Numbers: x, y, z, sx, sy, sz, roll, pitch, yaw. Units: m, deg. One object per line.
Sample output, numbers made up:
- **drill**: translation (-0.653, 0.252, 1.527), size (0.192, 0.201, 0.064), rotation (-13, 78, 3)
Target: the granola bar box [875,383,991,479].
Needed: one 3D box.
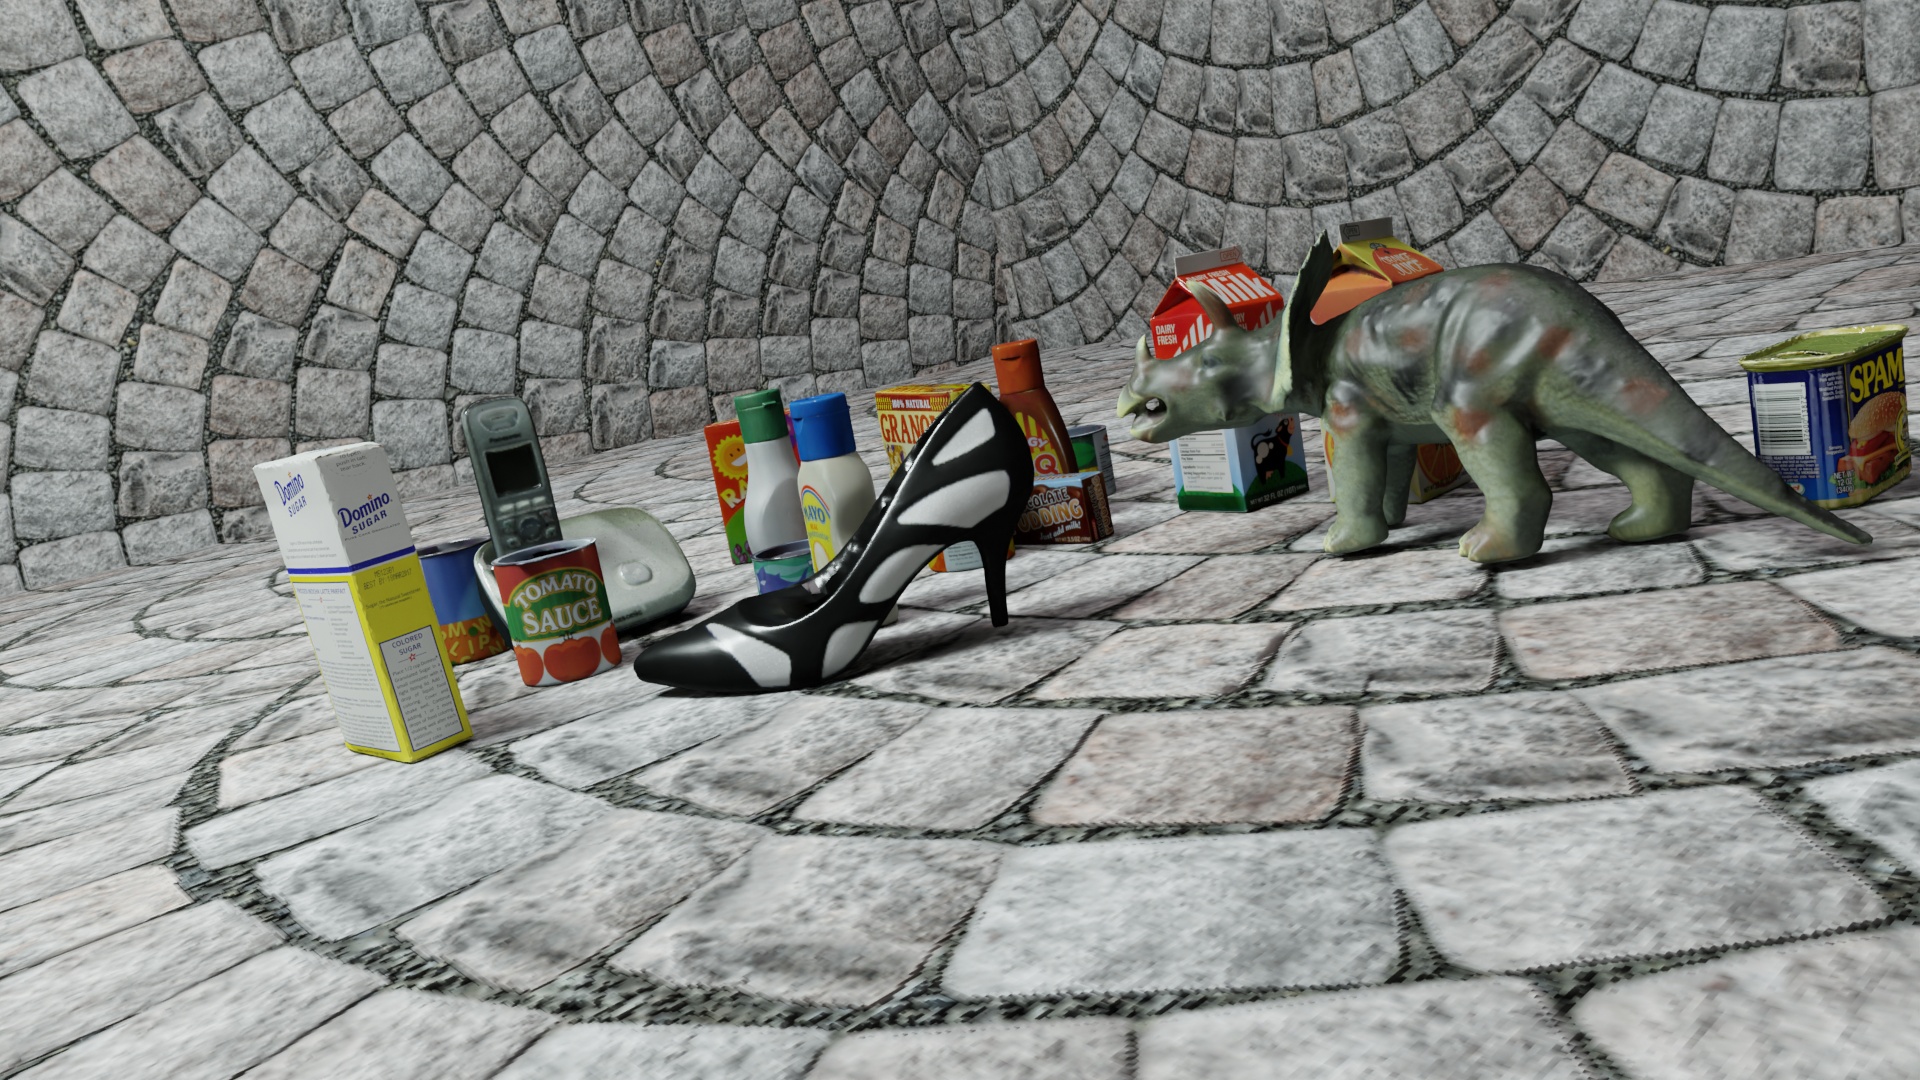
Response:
- **granola bar box**: translation (-0.015, -0.065, 1.138), size (0.039, 0.124, 0.165), rotation (-15, 11, -22)

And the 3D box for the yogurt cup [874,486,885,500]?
- **yogurt cup**: translation (-0.067, -0.011, 1.095), size (0.072, 0.054, 0.072), rotation (-10, 10, 2)

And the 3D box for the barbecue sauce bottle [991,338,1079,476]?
- **barbecue sauce bottle**: translation (0.055, -0.082, 1.093), size (0.065, 0.148, 0.044), rotation (-7, 10, 20)

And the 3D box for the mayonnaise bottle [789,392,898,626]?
- **mayonnaise bottle**: translation (-0.077, -0.018, 0.883), size (0.041, 0.147, 0.064), rotation (-16, 11, -29)

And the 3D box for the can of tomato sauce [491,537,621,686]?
- **can of tomato sauce**: translation (-0.261, 0.046, 0.904), size (0.071, 0.083, 0.071), rotation (-10, 10, 2)

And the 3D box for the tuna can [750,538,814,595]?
- **tuna can**: translation (-0.119, 0.021, 1.037), size (0.071, 0.032, 0.071), rotation (-10, 10, 2)

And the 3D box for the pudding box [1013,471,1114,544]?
- **pudding box**: translation (0.070, -0.024, 1.038), size (0.083, 0.049, 0.030), rotation (-1, 14, 42)

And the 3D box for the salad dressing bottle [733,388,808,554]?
- **salad dressing bottle**: translation (-0.145, -0.045, 1.098), size (0.064, 0.147, 0.044), rotation (-17, 12, -34)

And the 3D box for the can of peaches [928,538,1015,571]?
- **can of peaches**: translation (0.004, -0.013, 1.022), size (0.071, 0.058, 0.071), rotation (-10, 10, 2)

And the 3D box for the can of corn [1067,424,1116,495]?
- **can of corn**: translation (0.097, -0.066, 1.213), size (0.071, 0.058, 0.071), rotation (-10, 10, 2)

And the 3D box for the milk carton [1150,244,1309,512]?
- **milk carton**: translation (0.199, -0.121, 1.040), size (0.072, 0.190, 0.073), rotation (-17, 12, -33)

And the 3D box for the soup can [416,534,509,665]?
- **soup can**: translation (-0.367, 0.044, 1.026), size (0.071, 0.083, 0.071), rotation (-10, 10, 2)

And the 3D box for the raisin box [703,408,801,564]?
- **raisin box**: translation (-0.166, -0.048, 1.203), size (0.086, 0.123, 0.040), rotation (-10, 10, 7)

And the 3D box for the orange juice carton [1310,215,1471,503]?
- **orange juice carton**: translation (0.293, -0.126, 0.962), size (0.072, 0.192, 0.073), rotation (-19, 13, -40)
